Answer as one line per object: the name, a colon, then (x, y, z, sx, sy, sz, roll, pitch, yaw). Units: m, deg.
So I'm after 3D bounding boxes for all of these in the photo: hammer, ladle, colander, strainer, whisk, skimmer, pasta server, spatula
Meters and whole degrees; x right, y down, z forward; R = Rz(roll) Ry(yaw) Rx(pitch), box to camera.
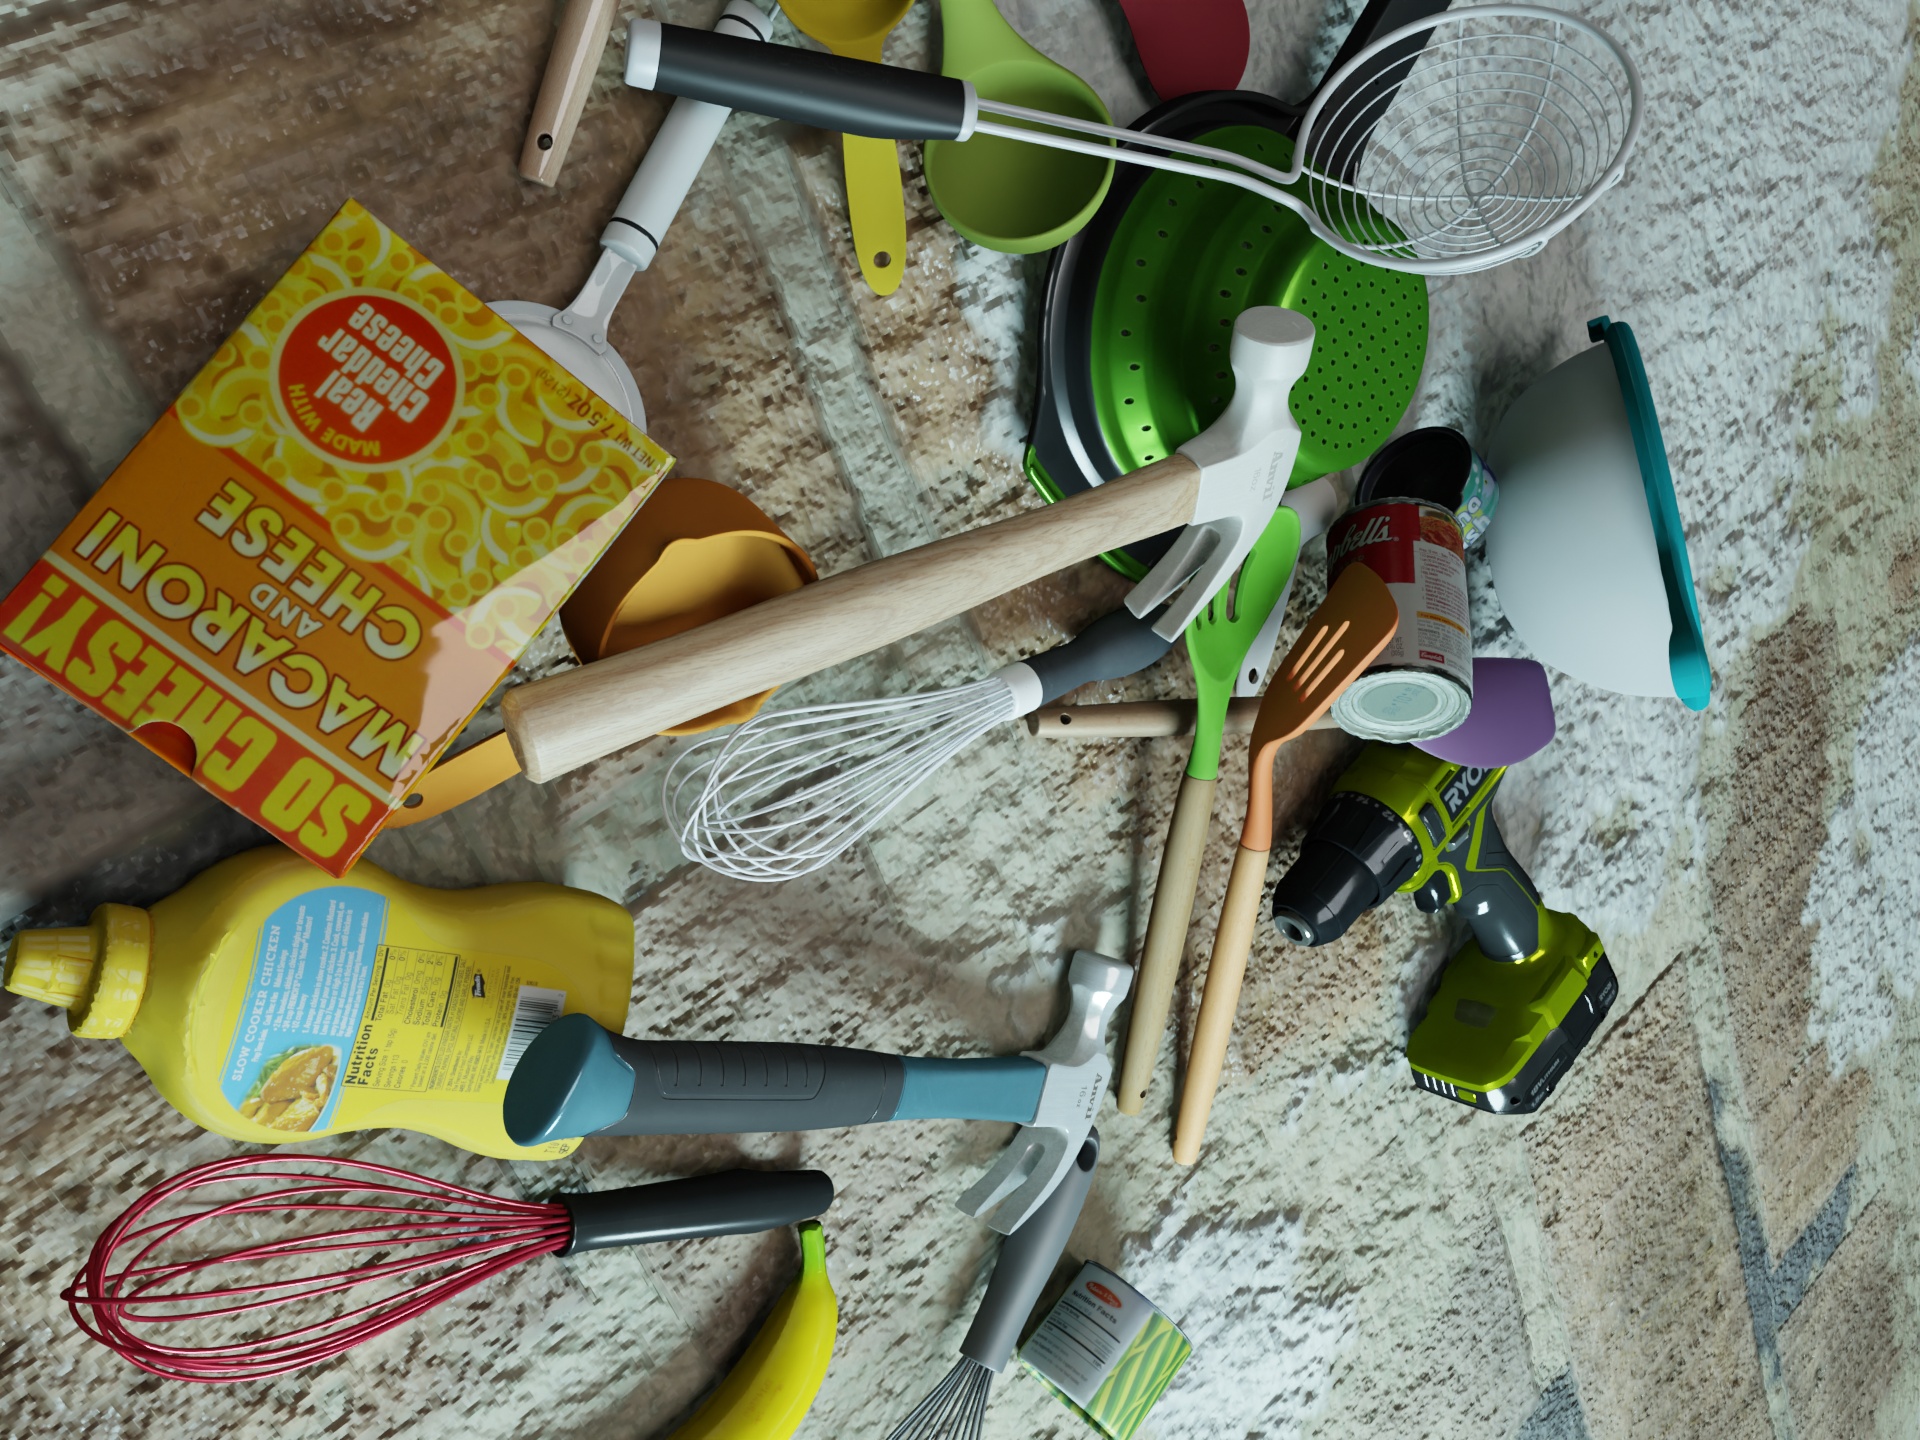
hammer: (-0.039, 0.147, 0.642, 0.330, 0.033, 0.128, 17, 88, -51)
ladle: (-0.018, -0.328, 0.583, 0.078, 0.062, 0.320, -21, 118, 2)
colander: (0.181, -0.240, 0.715, 0.204, 0.095, 0.397, 38, 80, -42)
strainer: (-0.122, -0.162, 0.561, 0.086, 0.050, 0.258, 30, 77, -23)
whisk: (0.007, 0.296, 0.741, 0.055, 0.055, 0.239, 40, 69, -35)
skimmer: (0.067, -0.232, 0.573, 0.363, 0.090, 0.127, 4, 61, -17)
pasta server: (-0.091, -0.331, 0.521, 0.060, 0.040, 0.316, 20, 99, -9)
whisk: (0.000, -0.001, 0.672, 0.284, 0.070, 0.070, -24, 112, -37)
whisk: (-0.165, 0.187, 0.582, 0.295, 0.073, 0.073, 7, 94, -43)
ladle: (0.020, -0.351, 0.642, 0.315, 0.031, 0.069, 26, 83, -36)
spatula: (0.176, -0.002, 0.788, 0.315, 0.018, 0.060, -1, 79, -25)
hammer: (-0.007, -0.050, 0.586, 0.331, 0.031, 0.130, -23, 139, -25)
spatula: (0.146, 0.082, 0.766, 0.041, 0.081, 0.322, 6, 113, -4)
strainer: (0.315, -0.076, 0.806, 0.340, 0.095, 0.211, -52, 126, -61)

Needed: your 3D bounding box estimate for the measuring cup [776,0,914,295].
measuring cup: (-0.040, -0.239, 0.605, 0.062, 0.029, 0.156, -14, 131, -9)

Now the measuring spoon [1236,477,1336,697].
measuring spoon: (0.166, -0.067, 0.808, 0.034, 0.018, 0.124, 21, 86, -38)

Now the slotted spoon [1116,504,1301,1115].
slotted spoon: (0.106, 0.049, 0.746, 0.070, 0.031, 0.313, -11, 117, -44)

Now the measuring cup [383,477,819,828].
measuring cup: (-0.135, -0.023, 0.565, 0.173, 0.052, 0.095, -31, 142, -13)

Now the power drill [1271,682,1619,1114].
power drill: (0.269, 0.108, 0.883, 0.190, 0.080, 0.228, -44, 118, -24)
